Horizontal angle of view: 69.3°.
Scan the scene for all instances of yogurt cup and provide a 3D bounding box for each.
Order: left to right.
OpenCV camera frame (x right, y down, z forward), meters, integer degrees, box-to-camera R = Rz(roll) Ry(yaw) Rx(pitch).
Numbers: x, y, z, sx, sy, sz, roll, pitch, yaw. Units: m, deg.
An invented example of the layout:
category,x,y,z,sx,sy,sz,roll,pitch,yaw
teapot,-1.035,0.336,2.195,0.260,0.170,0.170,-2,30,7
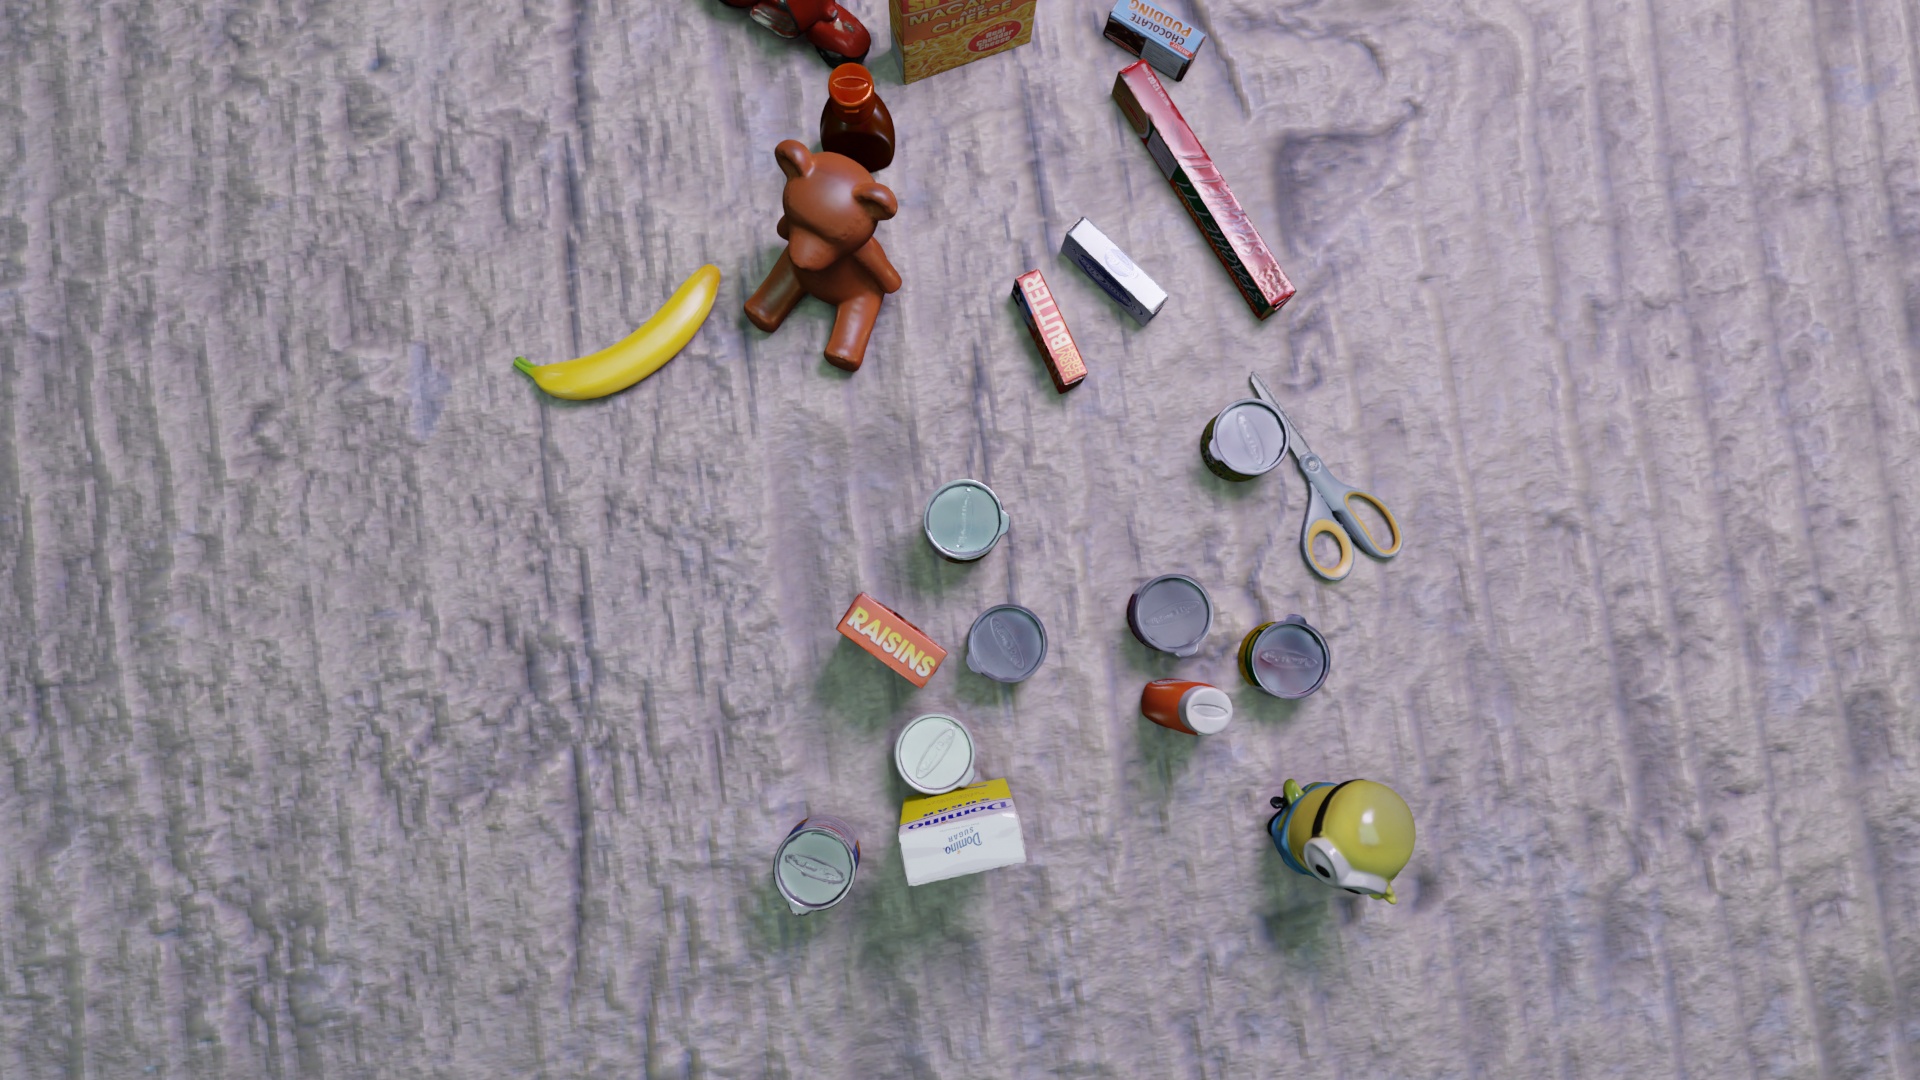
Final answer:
category,x,y,z,sx,sy,sz,roll,pitch,yaw
yogurt cup,-0.021,0.178,1.173,0.072,0.054,0.072,0,85,-1

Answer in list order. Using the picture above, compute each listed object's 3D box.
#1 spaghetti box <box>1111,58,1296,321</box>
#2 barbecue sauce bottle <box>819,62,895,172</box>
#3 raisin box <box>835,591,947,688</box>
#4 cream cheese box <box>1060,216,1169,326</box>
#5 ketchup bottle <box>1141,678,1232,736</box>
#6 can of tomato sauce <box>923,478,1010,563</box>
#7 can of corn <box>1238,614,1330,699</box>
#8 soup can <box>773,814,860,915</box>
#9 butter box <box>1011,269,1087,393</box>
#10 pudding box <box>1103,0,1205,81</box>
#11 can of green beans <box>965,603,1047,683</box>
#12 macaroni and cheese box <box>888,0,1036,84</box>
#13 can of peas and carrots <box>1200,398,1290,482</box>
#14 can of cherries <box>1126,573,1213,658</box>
category,x,y,z,sx,sy,sz,roll,pitch,yaw
spaghetti box,0.213,-0.307,1.223,0.029,0.050,0.250,-32,87,-3
barbecue sauce bottle,-0.088,-0.354,1.170,0.065,0.148,0.043,0,86,-1
raisin box,-0.055,0.082,1.146,0.086,0.123,0.040,36,86,1
cream cheese box,0.134,-0.234,1.213,0.104,0.053,0.024,44,86,2
ketchup bottle,0.189,0.137,1.135,0.065,0.148,0.043,7,86,-1
can of tomato sauce,0.004,-0.015,1.176,0.071,0.083,0.071,0,86,-1
can of corn,0.275,0.099,1.186,0.071,0.058,0.071,0,85,-1
soup can,-0.119,0.267,1.148,0.071,0.083,0.071,0,86,-1
butter box,0.077,-0.181,1.207,0.024,0.053,0.103,-25,86,-3
pudding box,0.171,-0.449,1.234,0.084,0.049,0.030,32,86,1
can of green beans,0.039,0.087,1.181,0.071,0.058,0.071,0,85,-1
macaroni and cheese box,0.003,-0.453,1.171,0.124,0.166,0.040,-20,87,-3
can of peas and carrots,0.243,-0.085,1.200,0.071,0.058,0.071,0,85,-1
can of cherries,0.178,0.065,1.186,0.071,0.058,0.071,0,85,-1
